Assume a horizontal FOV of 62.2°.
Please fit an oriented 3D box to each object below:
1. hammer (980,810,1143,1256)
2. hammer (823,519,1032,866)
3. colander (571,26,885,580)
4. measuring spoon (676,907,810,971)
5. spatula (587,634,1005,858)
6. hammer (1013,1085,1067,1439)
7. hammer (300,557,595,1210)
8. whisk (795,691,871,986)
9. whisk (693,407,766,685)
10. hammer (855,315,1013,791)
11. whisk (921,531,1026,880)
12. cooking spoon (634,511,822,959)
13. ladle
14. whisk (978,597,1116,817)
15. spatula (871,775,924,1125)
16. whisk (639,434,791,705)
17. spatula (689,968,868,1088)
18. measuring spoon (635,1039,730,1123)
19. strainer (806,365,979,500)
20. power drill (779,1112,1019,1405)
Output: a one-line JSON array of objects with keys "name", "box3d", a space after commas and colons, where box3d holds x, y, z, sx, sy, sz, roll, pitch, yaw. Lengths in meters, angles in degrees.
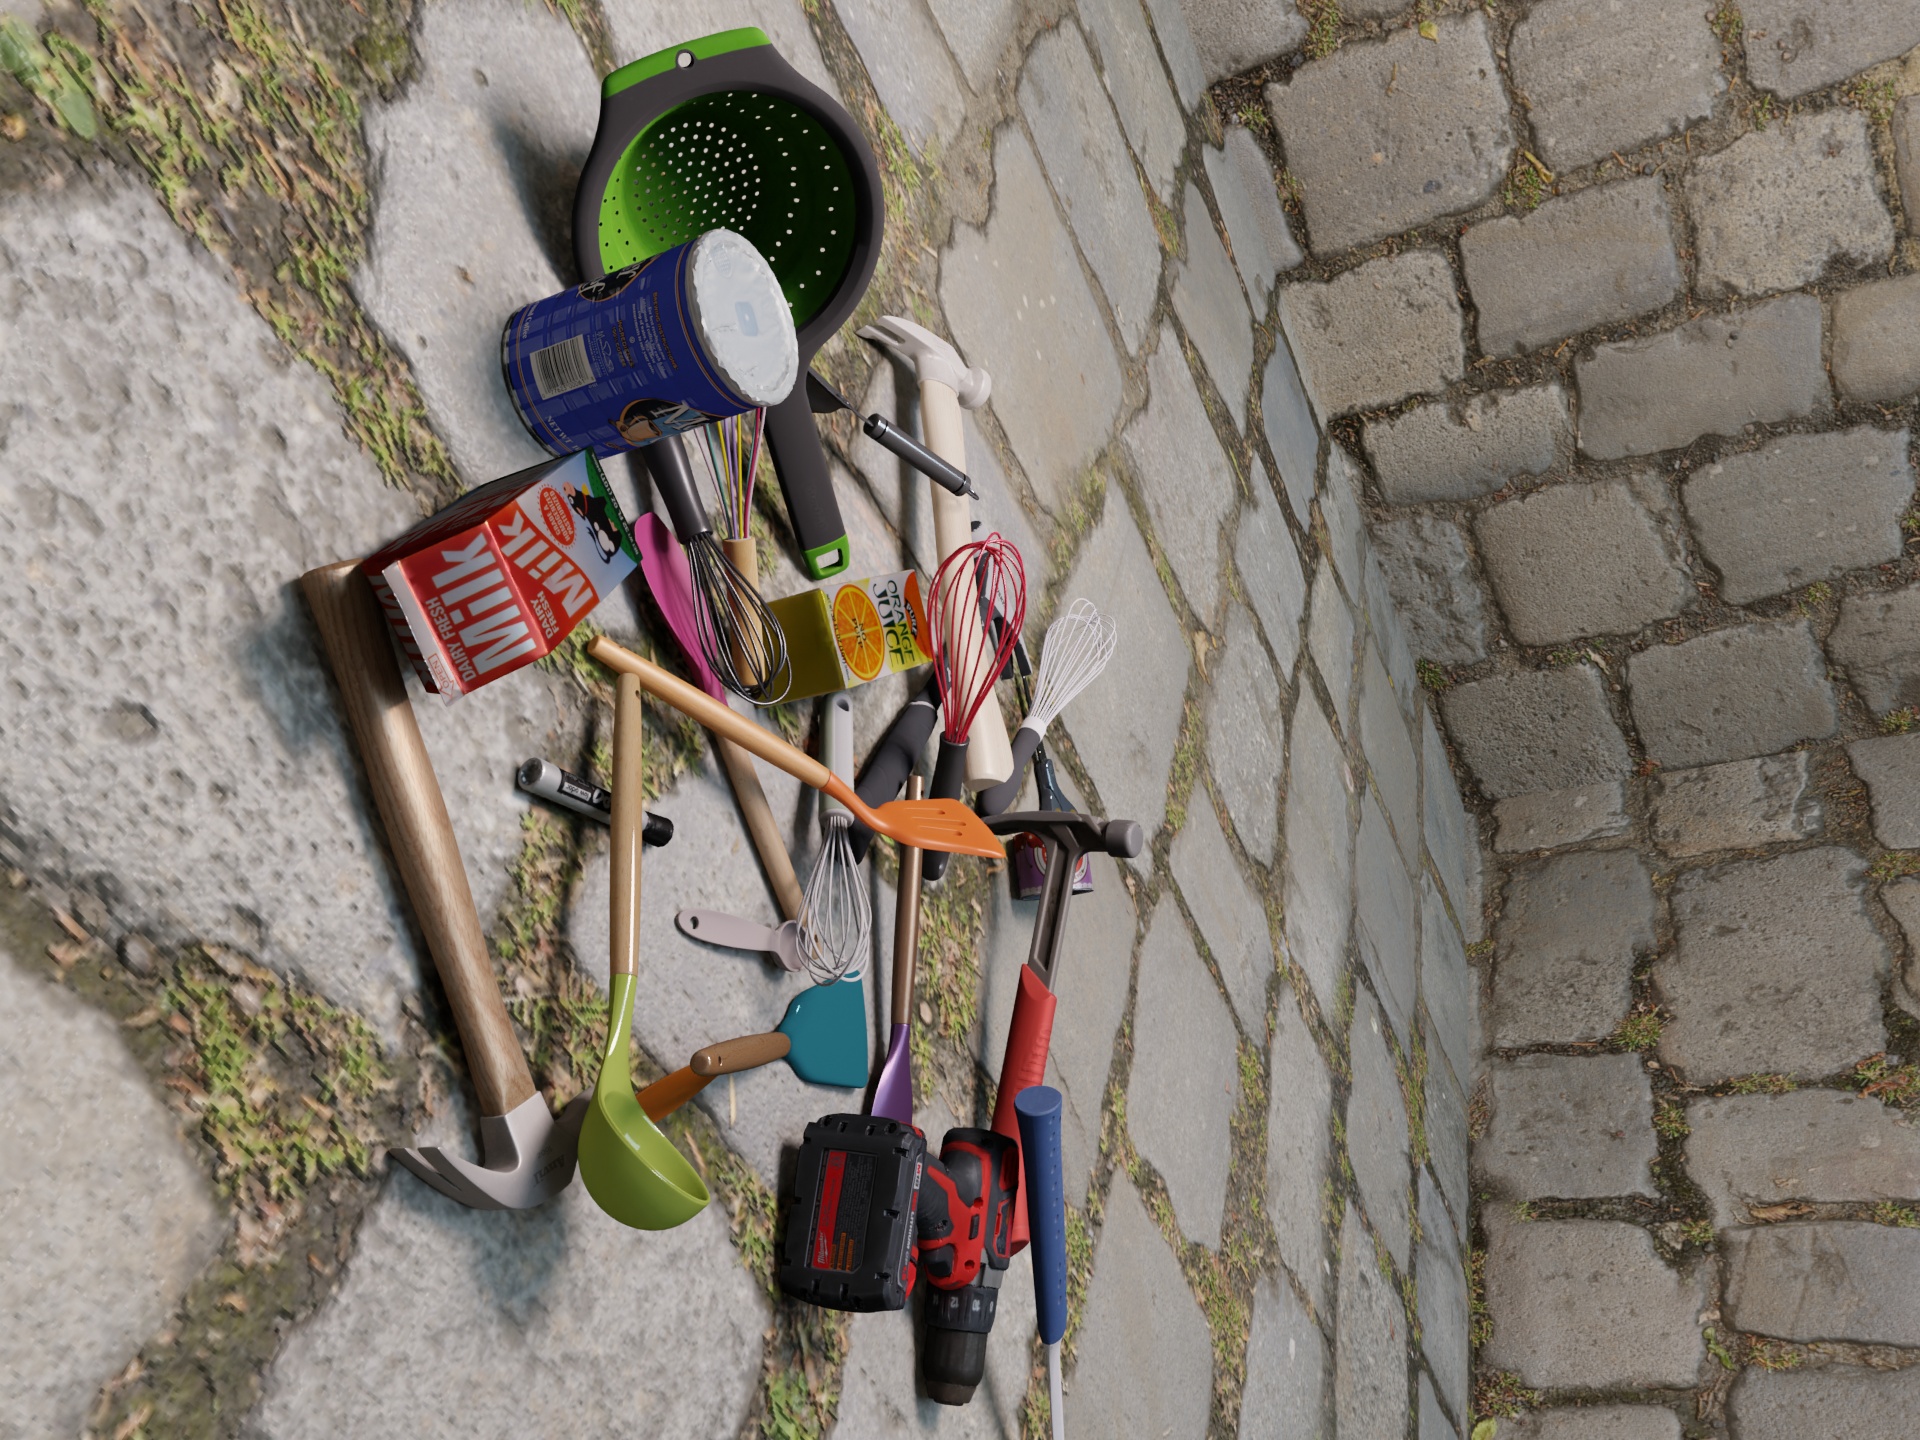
[{"name": "hammer", "box3d": [0.048, 0.245, 1.276, 0.036, 0.149, 0.359, 40, 56, -51]}, {"name": "hammer", "box3d": [-0.024, -0.013, 1.297, 0.149, 0.036, 0.409, 67, 28, -24]}, {"name": "colander", "box3d": [-0.145, -0.274, 1.093, 0.095, 0.204, 0.396, -125, -164, -47]}, {"name": "measuring spoon", "box3d": [-0.142, 0.138, 1.020, 0.124, 0.018, 0.034, 25, 59, -51]}, {"name": "spatula", "box3d": [-0.102, 0.020, 1.032, 0.322, 0.041, 0.081, 33, 8, -35]}, {"name": "hammer", "box3d": [0.070, 0.462, 1.182, 0.144, 0.035, 0.405, -35, 124, -64]}, {"name": "hammer", "box3d": [-0.258, 0.084, 0.781, 0.130, 0.031, 0.331, -31, 106, -64]}, {"name": "whisk", "box3d": [-0.085, 0.074, 1.094, 0.057, 0.059, 0.247, 27, 41, -31]}, {"name": "whisk", "box3d": [-0.148, -0.142, 1.047, 0.051, 0.047, 0.245, -24, 117, -52]}, {"name": "hammer", "box3d": [-0.011, -0.141, 1.311, 0.146, 0.038, 0.411, 20, 56, -48]}, {"name": "whisk", "box3d": [-0.002, -0.004, 1.188, 0.073, 0.073, 0.295, -51, 154, -58]}, {"name": "cooking spoon", "box3d": [-0.151, 0.016, 1.043, 0.069, 0.017, 0.318, -60, 132, -68]}, {"name": "ladle", "box3d": [-0.171, 0.112, 0.859, 0.078, 0.062, 0.320, 56, 24, -58]}, {"name": "whisk", "box3d": [0.078, -0.011, 1.457, 0.070, 0.070, 0.285, 61, 41, -31]}, {"name": "spatula", "box3d": [-0.043, 0.194, 1.154, 0.059, 0.018, 0.316, 28, 62, -57]}, {"name": "whisk", "box3d": [-0.166, -0.119, 1.016, 0.055, 0.055, 0.239, -13, 80, -64]}, {"name": "spatula", "box3d": [-0.106, 0.196, 0.967, 0.317, 0.044, 0.082, 51, 35, -80]}, {"name": "measuring spoon", "box3d": [-0.167, 0.215, 0.937, 0.117, 0.011, 0.021, -21, 98, -60]}, {"name": "strainer", "box3d": [-0.073, -0.230, 1.231, 0.258, 0.050, 0.087, 29, 16, -39]}, {"name": "power drill", "box3d": [-0.030, 0.362, 1.073, 0.226, 0.080, 0.188, 39, 55, -58]}]
